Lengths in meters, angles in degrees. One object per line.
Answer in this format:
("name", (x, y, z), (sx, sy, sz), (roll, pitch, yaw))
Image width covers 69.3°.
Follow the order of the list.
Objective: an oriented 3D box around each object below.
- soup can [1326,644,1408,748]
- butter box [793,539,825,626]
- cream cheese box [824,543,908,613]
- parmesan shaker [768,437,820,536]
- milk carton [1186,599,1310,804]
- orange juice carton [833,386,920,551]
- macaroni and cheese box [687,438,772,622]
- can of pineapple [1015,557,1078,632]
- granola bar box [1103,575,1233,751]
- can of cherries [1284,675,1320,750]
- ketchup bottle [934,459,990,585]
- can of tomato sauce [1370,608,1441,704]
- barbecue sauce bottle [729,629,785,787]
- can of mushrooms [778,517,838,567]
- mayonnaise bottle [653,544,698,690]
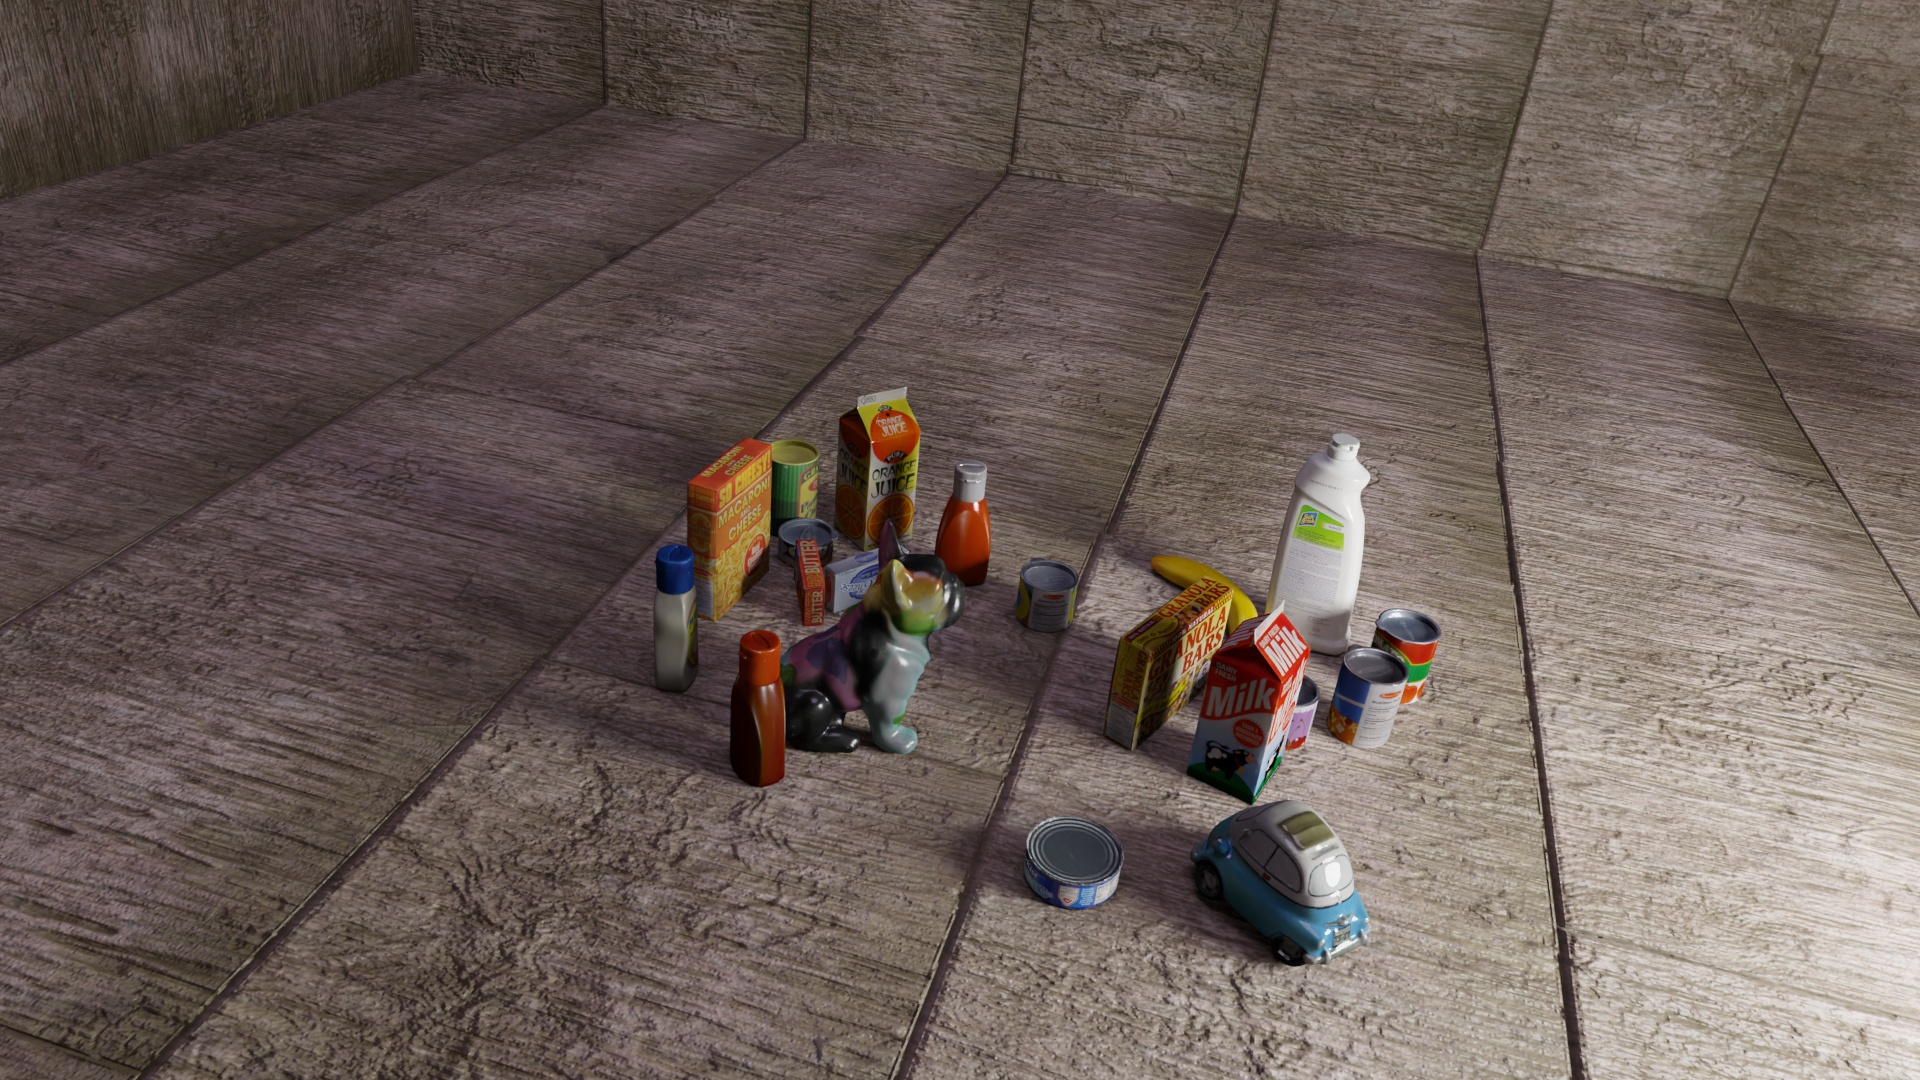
("soup can", (0.418, 0.161, 1.436), (0.071, 0.083, 0.072), (5, 30, -3))
("butter box", (-0.169, 0.047, 1.552), (0.024, 0.052, 0.104), (-1, 31, -12))
("cream cheese box", (-0.107, 0.041, 1.571), (0.104, 0.053, 0.024), (-19, 39, -36))
("parmesan shaker", (-0.205, -0.064, 1.682), (0.071, 0.102, 0.071), (5, 30, -3))
("milk carton", (0.277, 0.149, 1.327), (0.073, 0.189, 0.073), (22, 34, 26))
("orange juice carton", (-0.099, -0.091, 1.659), (0.072, 0.191, 0.073), (-16, 37, -33))
("macaroni and cheese box", (-0.254, -0.013, 1.526), (0.040, 0.165, 0.124), (16, 32, 16))
("can of pineapple", (0.097, 0.061, 1.570), (0.071, 0.057, 0.071), (5, 31, -3))
("granola bar box", (0.213, 0.123, 1.423), (0.039, 0.123, 0.166), (26, 36, 30))
("can of cherries", (0.327, 0.173, 1.424), (0.071, 0.058, 0.072), (5, 31, -3))
("ketchup bottle", (0.006, -0.020, 1.602), (0.065, 0.148, 0.044), (3, 31, -5))
("can of tomato sauce", (0.475, 0.126, 1.505), (0.071, 0.082, 0.071), (5, 30, -3))
("barbecue sauce bottle", (-0.186, 0.153, 1.277), (0.044, 0.147, 0.065), (-17, 37, -34))
("can of mushrooms", (-0.180, 0.004, 1.640), (0.071, 0.033, 0.071), (5, 31, -3))
("mayonnaise bottle", (-0.284, 0.076, 1.389), (0.041, 0.147, 0.065), (7, 30, 1))
